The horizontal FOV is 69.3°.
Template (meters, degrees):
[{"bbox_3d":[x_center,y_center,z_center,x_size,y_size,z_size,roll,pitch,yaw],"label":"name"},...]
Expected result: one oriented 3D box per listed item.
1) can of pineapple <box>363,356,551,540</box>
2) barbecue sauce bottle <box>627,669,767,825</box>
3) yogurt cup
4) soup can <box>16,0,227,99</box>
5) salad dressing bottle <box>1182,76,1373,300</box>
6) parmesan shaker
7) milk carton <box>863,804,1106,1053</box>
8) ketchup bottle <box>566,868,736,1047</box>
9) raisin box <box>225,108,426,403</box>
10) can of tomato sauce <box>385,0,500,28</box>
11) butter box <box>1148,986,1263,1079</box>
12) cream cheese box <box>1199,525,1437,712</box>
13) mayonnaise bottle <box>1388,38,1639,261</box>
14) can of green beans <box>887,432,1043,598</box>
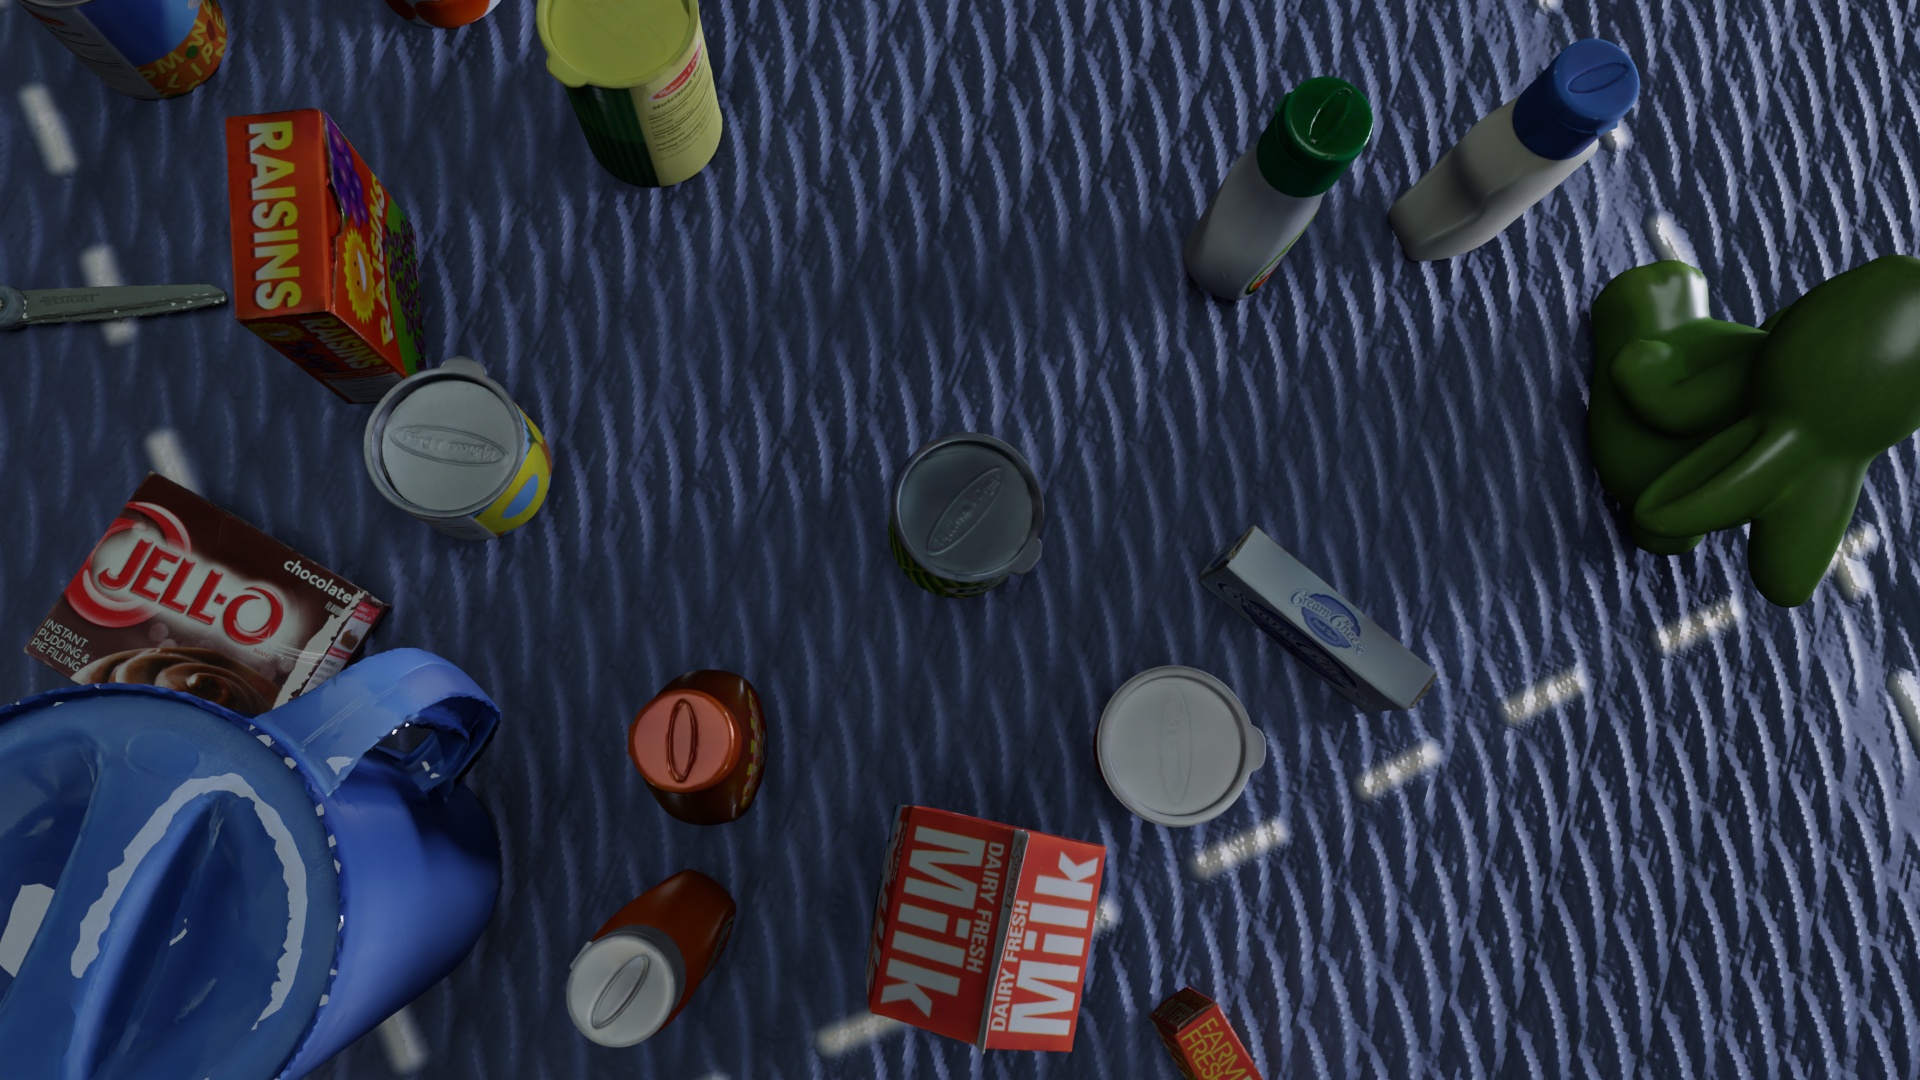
[{"bbox_3d":[-0.217,-0.038,0.610,0.071,0.057,0.071,1,80,-4],"label":"can of pineapple"},{"bbox_3d":[-0.103,0.081,0.551,0.044,0.148,0.065,2,80,-4],"label":"barbecue sauce bottle"},{"bbox_3d":[0.090,0.091,0.613,0.072,0.054,0.072,1,80,-4],"label":"yogurt cup"},{"bbox_3d":[-0.378,-0.249,0.622,0.071,0.083,0.071,1,80,-4],"label":"soup can"},{"bbox_3d":[0.138,-0.153,0.614,0.044,0.147,0.064,34,79,2],"label":"salad dressing bottle"},{"bbox_3d":[-0.147,-0.207,0.623,0.071,0.103,0.071,1,80,-4],"label":"parmesan shaker"},{"bbox_3d":[0.006,0.142,0.527,0.073,0.190,0.072,12,80,-2],"label":"milk carton"},{"bbox_3d":[-0.120,0.162,0.535,0.043,0.148,0.065,35,79,2],"label":"ketchup bottle"},{"bbox_3d":[-0.263,-0.114,0.586,0.040,0.123,0.086,-6,81,-6],"label":"raisin box"},{"bbox_3d":[-0.251,-0.285,0.639,0.071,0.083,0.071,1,80,-4],"label":"can of tomato sauce"},{"bbox_3d":[0.120,0.243,0.588,0.024,0.053,0.103,-30,83,-9],"label":"butter box"},{"bbox_3d":[0.159,0.038,0.629,0.104,0.053,0.024,39,80,3],"label":"cream cheese box"},{"bbox_3d":[0.249,-0.173,0.627,0.065,0.148,0.041,-22,83,-8],"label":"mayonnaise bottle"},{"bbox_3d":[0.001,-0.010,0.622,0.071,0.057,0.071,1,80,-4],"label":"can of green beans"}]
